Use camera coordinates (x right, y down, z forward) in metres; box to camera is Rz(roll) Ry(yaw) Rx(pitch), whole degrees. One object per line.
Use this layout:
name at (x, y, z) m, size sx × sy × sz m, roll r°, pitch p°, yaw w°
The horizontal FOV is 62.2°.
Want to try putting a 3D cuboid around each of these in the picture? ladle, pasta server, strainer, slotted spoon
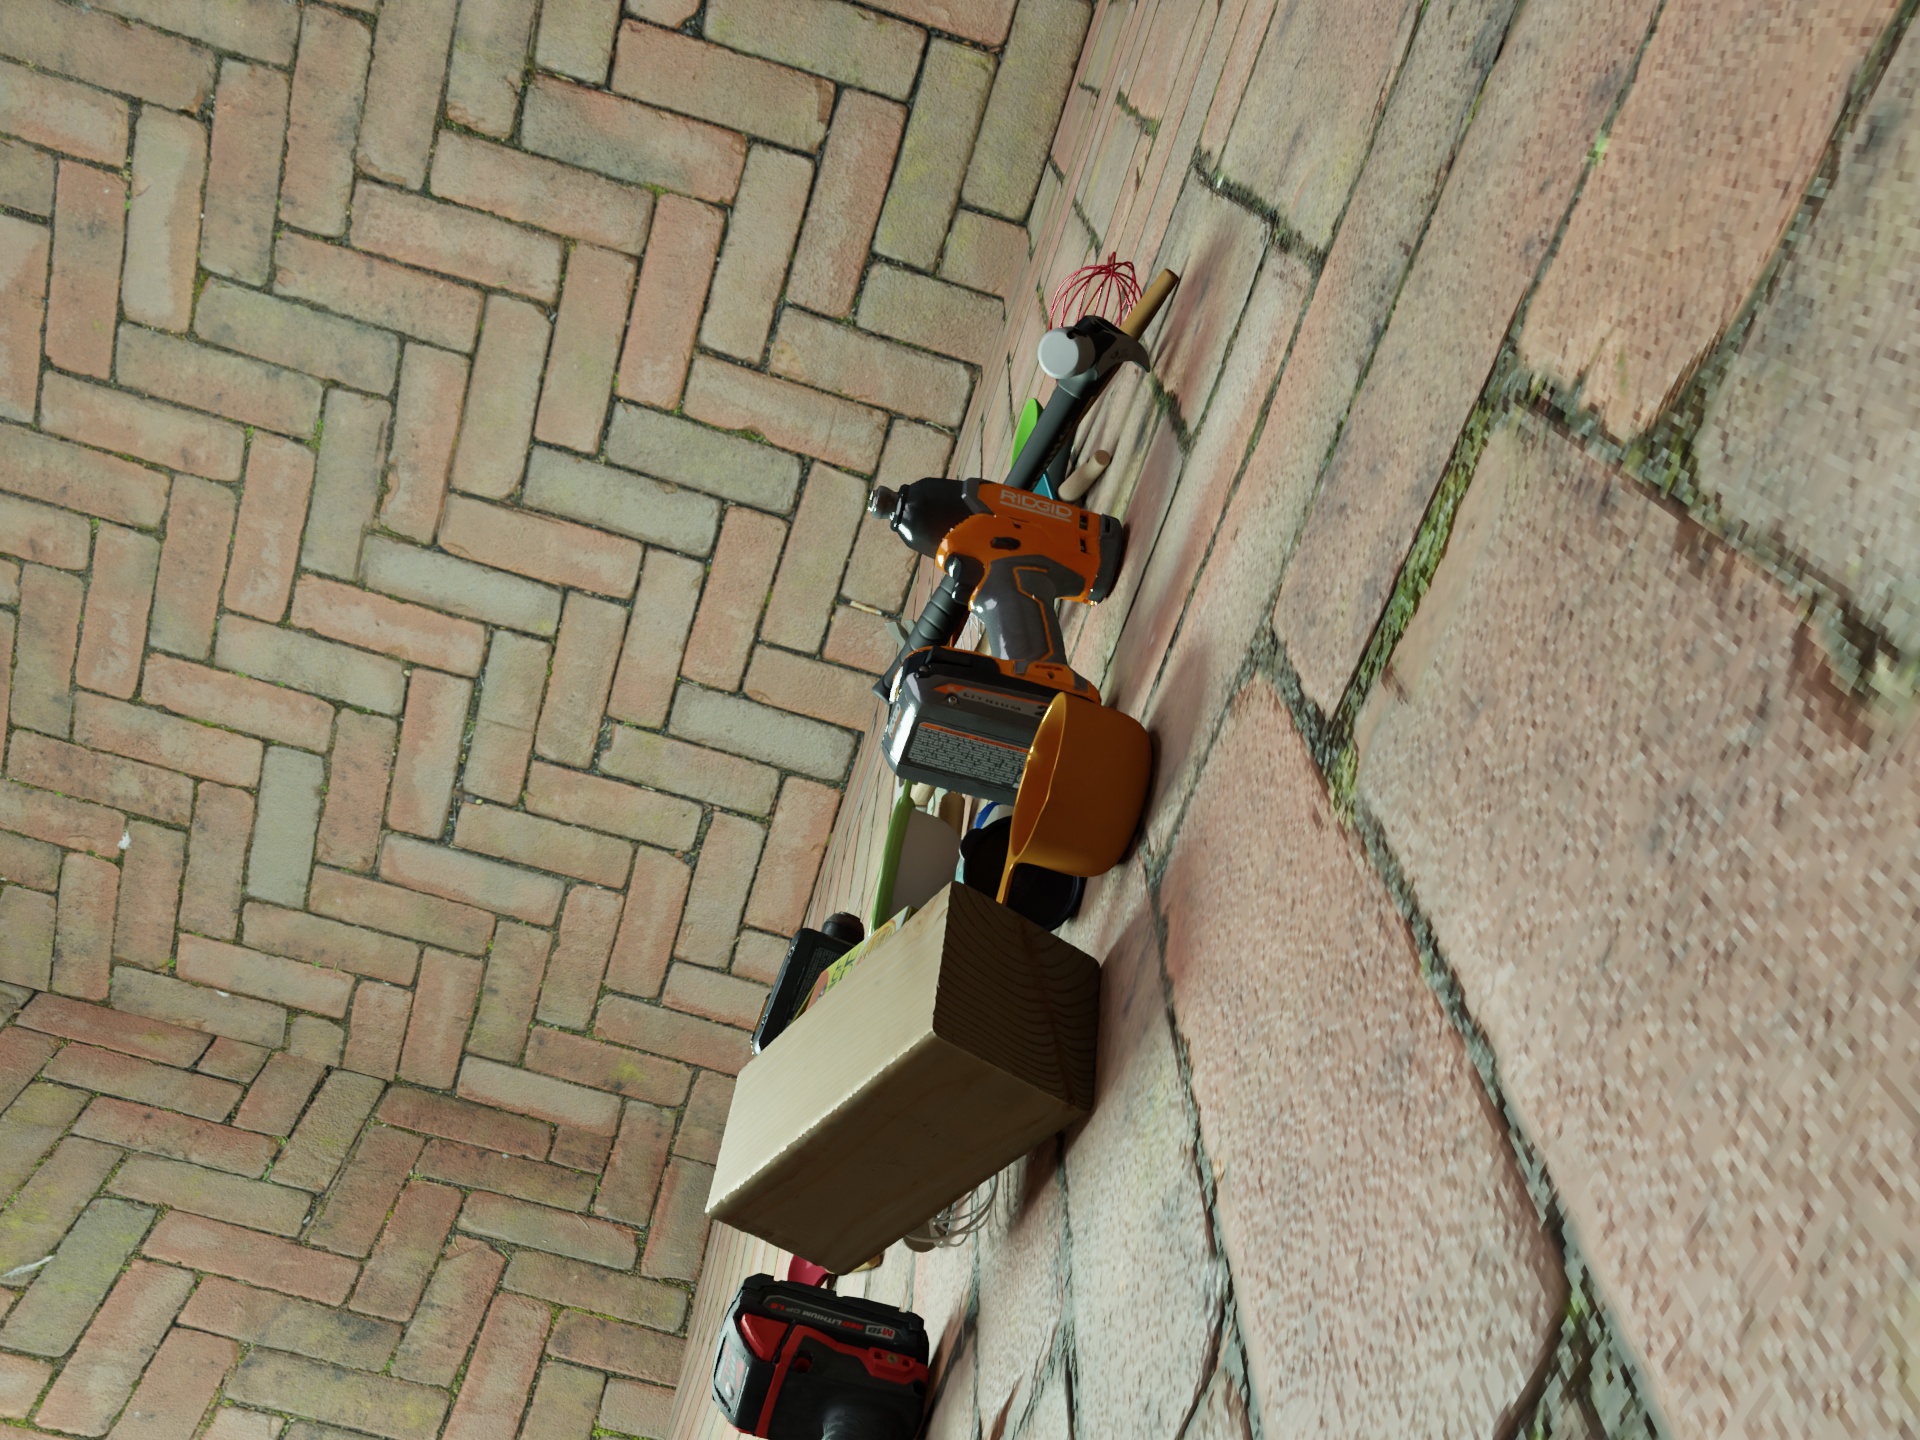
ladle at (-0.101, 0.439, 1.291) m, size 0.315 × 0.031 × 0.069 m, roll 126°, pitch 167°, yaw -66°
pasta server at (0.074, -0.163, 1.326) m, size 0.316 × 0.040 × 0.060 m, roll 142°, pitch 145°, yaw -72°
strainer at (-0.028, 0.159, 1.253) m, size 0.256 × 0.069 × 0.152 m, roll 92°, pitch -172°, yaw -64°
slotted spoon at (0.018, -0.148, 1.403) m, size 0.314 × 0.031 × 0.070 m, roll -67°, pitch 9°, yaw -18°

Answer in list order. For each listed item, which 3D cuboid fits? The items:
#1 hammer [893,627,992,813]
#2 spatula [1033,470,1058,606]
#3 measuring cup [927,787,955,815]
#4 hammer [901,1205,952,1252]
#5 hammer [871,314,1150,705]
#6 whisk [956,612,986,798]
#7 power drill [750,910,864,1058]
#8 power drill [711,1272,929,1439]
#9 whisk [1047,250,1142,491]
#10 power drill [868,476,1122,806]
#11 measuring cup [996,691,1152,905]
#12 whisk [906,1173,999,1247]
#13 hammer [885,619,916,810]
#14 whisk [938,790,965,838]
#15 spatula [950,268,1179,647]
hammer at (-0.002, -0.004, 1.249) m, size 0.331 × 0.031 × 0.130 m, roll 118°, pitch 157°, yaw -52°
spatula at (0.050, -0.069, 1.204) m, size 0.082 × 0.044 × 0.318 m, roll 113°, pitch 170°, yaw -50°
measuring cup at (-0.014, 0.057, 1.473) m, size 0.168 × 0.038 × 0.083 m, roll -96°, pitch 24°, yaw -69°
hammer at (-0.048, 0.304, 1.140) m, size 0.410 × 0.038 × 0.146 m, roll -170°, pitch 95°, yaw -83°
hammer at (0.025, -0.136, 1.124) m, size 0.334 × 0.035 × 0.146 m, roll -58°, pitch -14°, yaw 29°
whisk at (0.015, -0.026, 1.378) m, size 0.285 × 0.070 × 0.070 m, roll -91°, pitch 18°, yaw -54°
power drill at (-0.123, 0.242, 1.399) m, size 0.226 × 0.084 × 0.185 m, roll 114°, pitch 177°, yaw -70°
power drill at (-0.089, 0.391, 0.796) m, size 0.220 × 0.143 × 0.078 m, roll -82°, pitch 7°, yaw -66°
whisk at (0.091, -0.262, 1.301) m, size 0.295 × 0.073 × 0.073 m, roll 105°, pitch 178°, yaw -56°
power drill at (0.013, -0.062, 0.974) m, size 0.084 × 0.164 × 0.227 m, roll 112°, pitch 170°, yaw -46°
measuring cup at (0.050, 0.074, 0.803) m, size 0.095 × 0.052 × 0.173 m, roll -107°, pitch 32°, yaw -79°
whisk at (0.002, 0.204, 0.915) m, size 0.246 × 0.059 × 0.057 m, roll -76°, pitch -30°, yaw -60°
hammer at (-0.054, 0.077, 1.560) m, size 0.149 × 0.037 × 0.359 m, roll 62°, pitch -153°, yaw -48°
whisk at (-0.006, 0.051, 1.398) m, size 0.047 × 0.051 × 0.245 m, roll 121°, pitch 162°, yaw -45°
spatula at (0.069, -0.192, 1.181) m, size 0.322 × 0.041 × 0.081 m, roll -53°, pitch 6°, yaw 26°
